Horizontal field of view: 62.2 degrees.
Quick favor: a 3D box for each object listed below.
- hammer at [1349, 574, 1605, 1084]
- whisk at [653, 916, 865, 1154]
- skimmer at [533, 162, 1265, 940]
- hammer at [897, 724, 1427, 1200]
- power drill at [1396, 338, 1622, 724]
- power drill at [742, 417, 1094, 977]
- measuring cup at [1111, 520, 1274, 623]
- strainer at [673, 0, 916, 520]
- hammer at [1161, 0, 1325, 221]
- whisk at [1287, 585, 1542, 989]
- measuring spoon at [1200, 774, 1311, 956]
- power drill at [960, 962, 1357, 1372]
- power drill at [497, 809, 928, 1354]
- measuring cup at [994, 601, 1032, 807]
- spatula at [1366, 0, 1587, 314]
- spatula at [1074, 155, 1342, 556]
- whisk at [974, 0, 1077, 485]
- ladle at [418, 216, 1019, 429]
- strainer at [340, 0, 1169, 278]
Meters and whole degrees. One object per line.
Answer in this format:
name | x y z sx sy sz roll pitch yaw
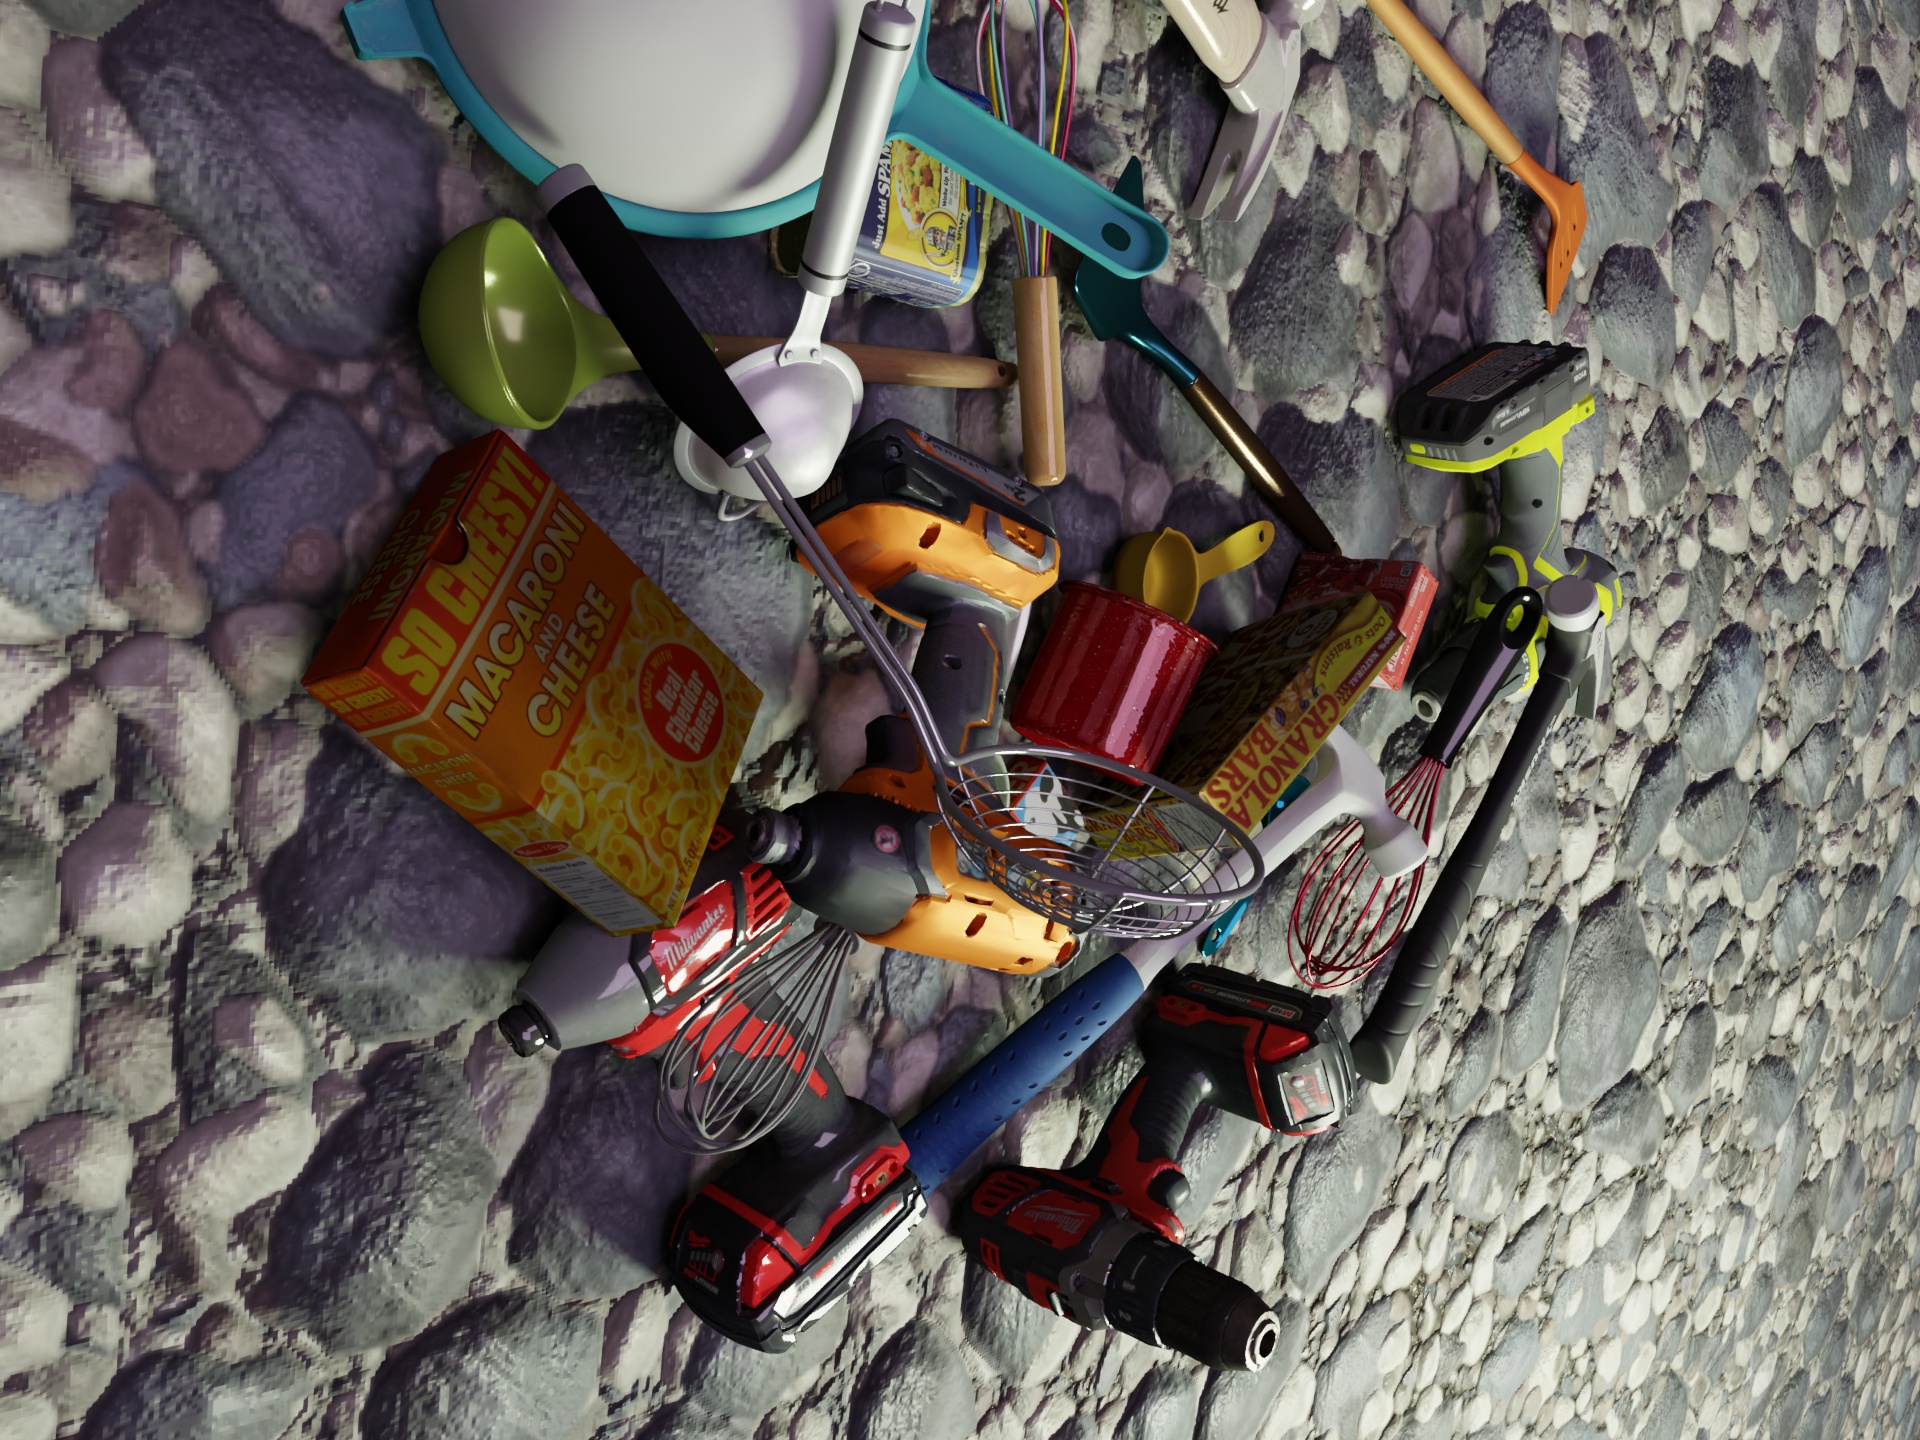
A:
hammer | 0.334 0.079 1.022 0.335 0.035 0.146 -60 149 -11
whisk | -0.055 0.092 0.684 0.239 0.055 0.055 -53 131 -45
skimmer | -0.022 -0.066 0.595 0.363 0.090 0.127 55 20 -6
hammer | 0.099 0.130 0.897 0.405 0.035 0.144 -36 94 -25
power drill | 0.364 -0.122 1.075 0.190 0.080 0.228 -32 121 -26
power drill | -0.023 -0.011 0.687 0.164 0.084 0.227 19 58 -39
measuring cup | 0.136 -0.092 0.919 0.156 0.029 0.062 -27 116 -48
strainer | -0.056 -0.165 0.617 0.087 0.050 0.258 -13 141 -34
hammer | 0.057 -0.391 0.728 0.410 0.038 0.146 25 84 -52
whisk | 0.298 0.043 1.031 0.073 0.073 0.296 31 89 -41
measuring spoon | 0.179 0.089 0.998 0.042 0.021 0.128 34 85 -41
power drill | 0.132 0.244 0.872 0.227 0.188 0.080 -39 123 -34
power drill | -0.109 0.165 0.714 0.143 0.079 0.219 -35 117 -33
measuring cup | -0.001 -0.003 0.801 0.083 0.038 0.167 24 80 -42
spatula | 0.340 -0.382 1.039 0.322 0.041 0.081 28 80 -37
spatula | 0.149 -0.176 0.894 0.317 0.044 0.082 38 69 -41
whisk | 0.036 -0.236 0.766 0.051 0.047 0.245 -36 125 -66
ladle | -0.081 -0.160 0.685 0.320 0.062 0.078 -7 93 -43
strainer | -0.041 -0.266 0.605 0.340 0.095 0.211 25 86 -23
